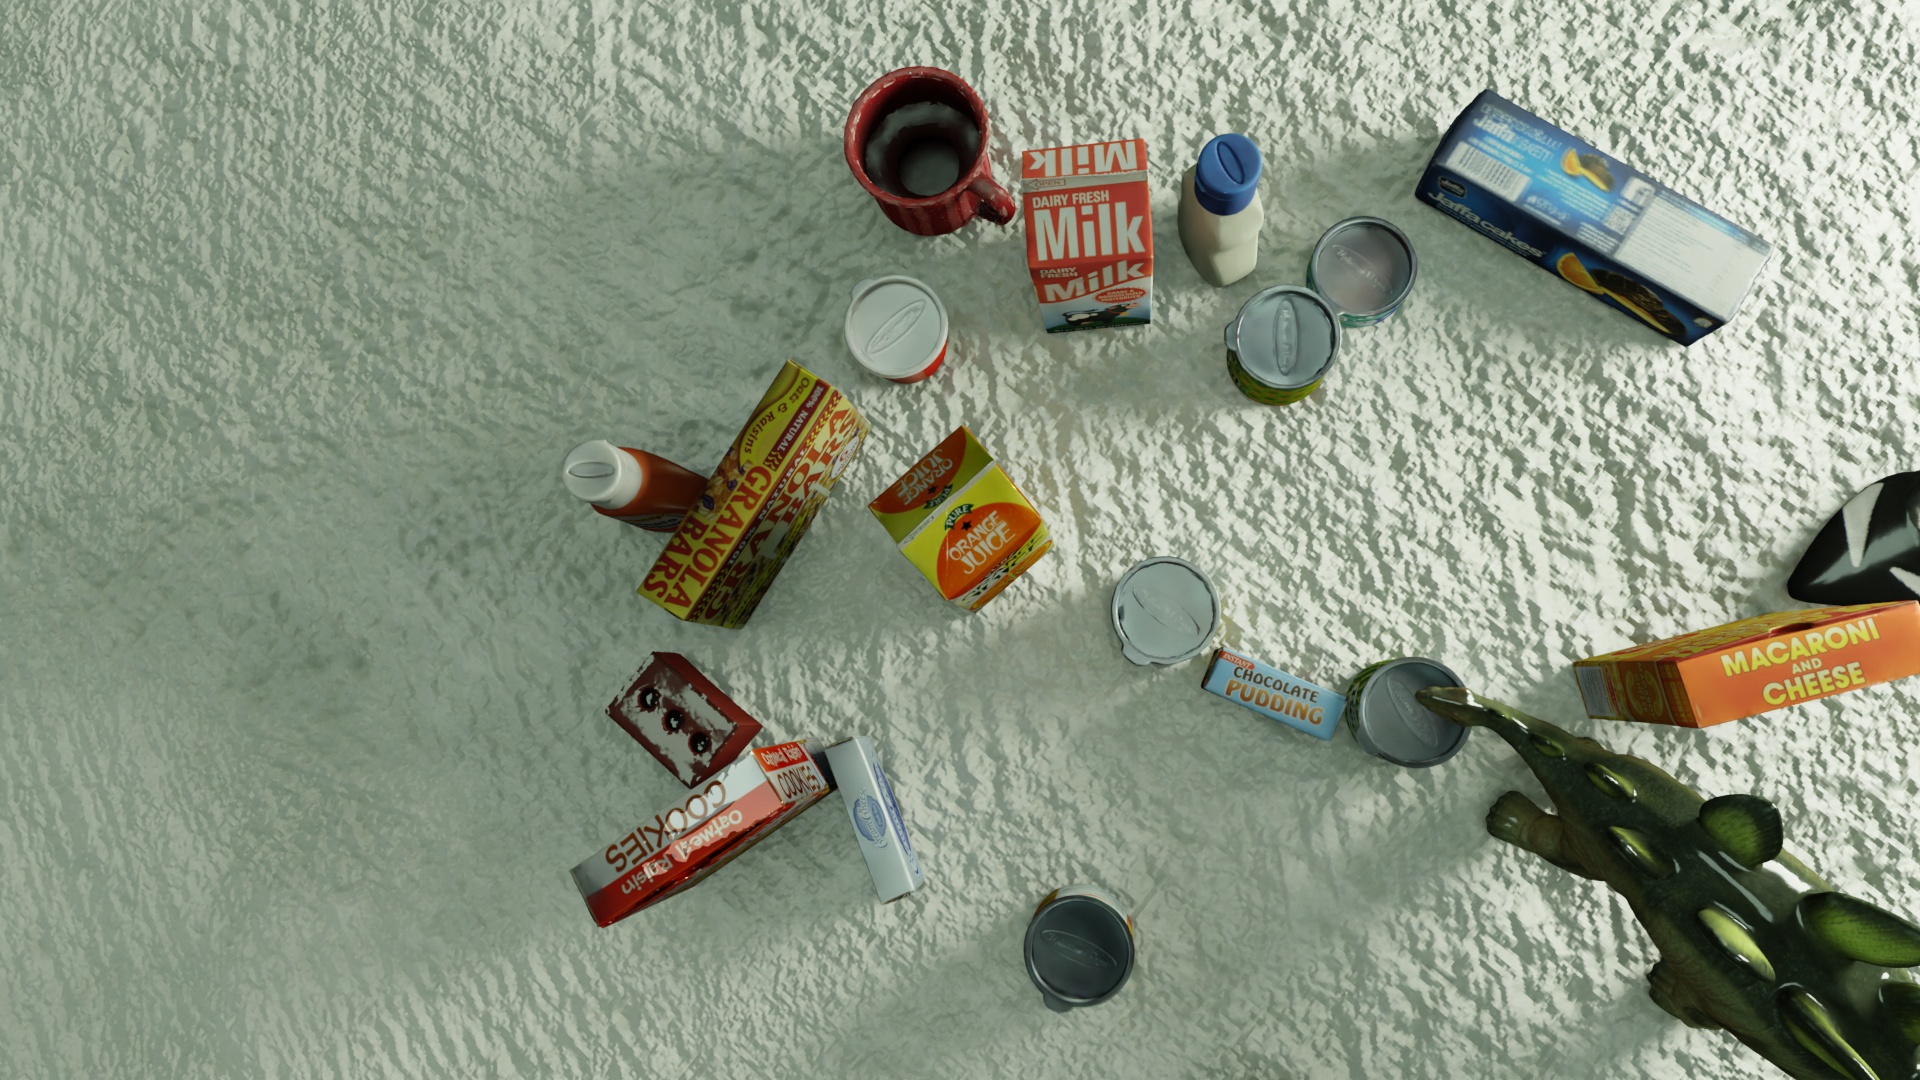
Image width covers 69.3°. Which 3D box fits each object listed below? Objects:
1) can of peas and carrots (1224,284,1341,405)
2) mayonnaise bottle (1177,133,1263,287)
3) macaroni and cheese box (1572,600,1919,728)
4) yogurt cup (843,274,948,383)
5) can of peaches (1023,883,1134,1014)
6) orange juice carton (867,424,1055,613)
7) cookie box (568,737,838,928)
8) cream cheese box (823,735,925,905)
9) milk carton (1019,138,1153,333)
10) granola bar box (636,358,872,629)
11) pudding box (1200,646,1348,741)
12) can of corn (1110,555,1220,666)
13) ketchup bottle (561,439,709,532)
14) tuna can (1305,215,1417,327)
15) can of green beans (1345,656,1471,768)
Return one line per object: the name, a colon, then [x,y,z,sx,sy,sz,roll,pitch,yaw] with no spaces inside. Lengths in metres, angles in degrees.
can of peas and carrots: [0.201,-0.122,0.881,0.071,0.058,0.071,-1,84,6]
mayonnaise bottle: [0.160,-0.204,0.850,0.041,0.148,0.065,-27,82,3]
macaroni and cheese box: [0.434,0.069,0.778,0.124,0.166,0.040,-15,83,5]
yogurt cup: [-0.039,-0.135,0.912,0.072,0.054,0.072,-1,84,6]
can of peaches: [0.072,0.250,0.853,0.071,0.058,0.071,-1,84,6]
orange juice carton: [0.003,-0.010,0.823,0.072,0.192,0.073,-40,81,1]
cookie box: [-0.144,0.171,0.831,0.123,0.167,0.040,-34,81,2]
cream cheese box: [-0.054,0.174,0.879,0.024,0.053,0.104,-22,82,4]
milk carton: [0.078,-0.185,0.836,0.072,0.190,0.073,-4,84,6]
granola bar box: [-0.124,-0.023,0.874,0.039,0.124,0.165,32,88,9]
pudding box: [0.194,0.095,0.862,0.084,0.049,0.030,23,87,8]
can of corn: [0.126,0.047,0.870,0.071,0.058,0.071,-1,84,6]
ketchup bottle: [-0.205,-0.034,0.871,0.065,0.148,0.043,-2,84,6]
tuna can: [0.255,-0.170,0.894,0.071,0.033,0.071,-1,83,6]
can of green beans: [0.272,0.104,0.848,0.071,0.058,0.071,-1,84,6]
